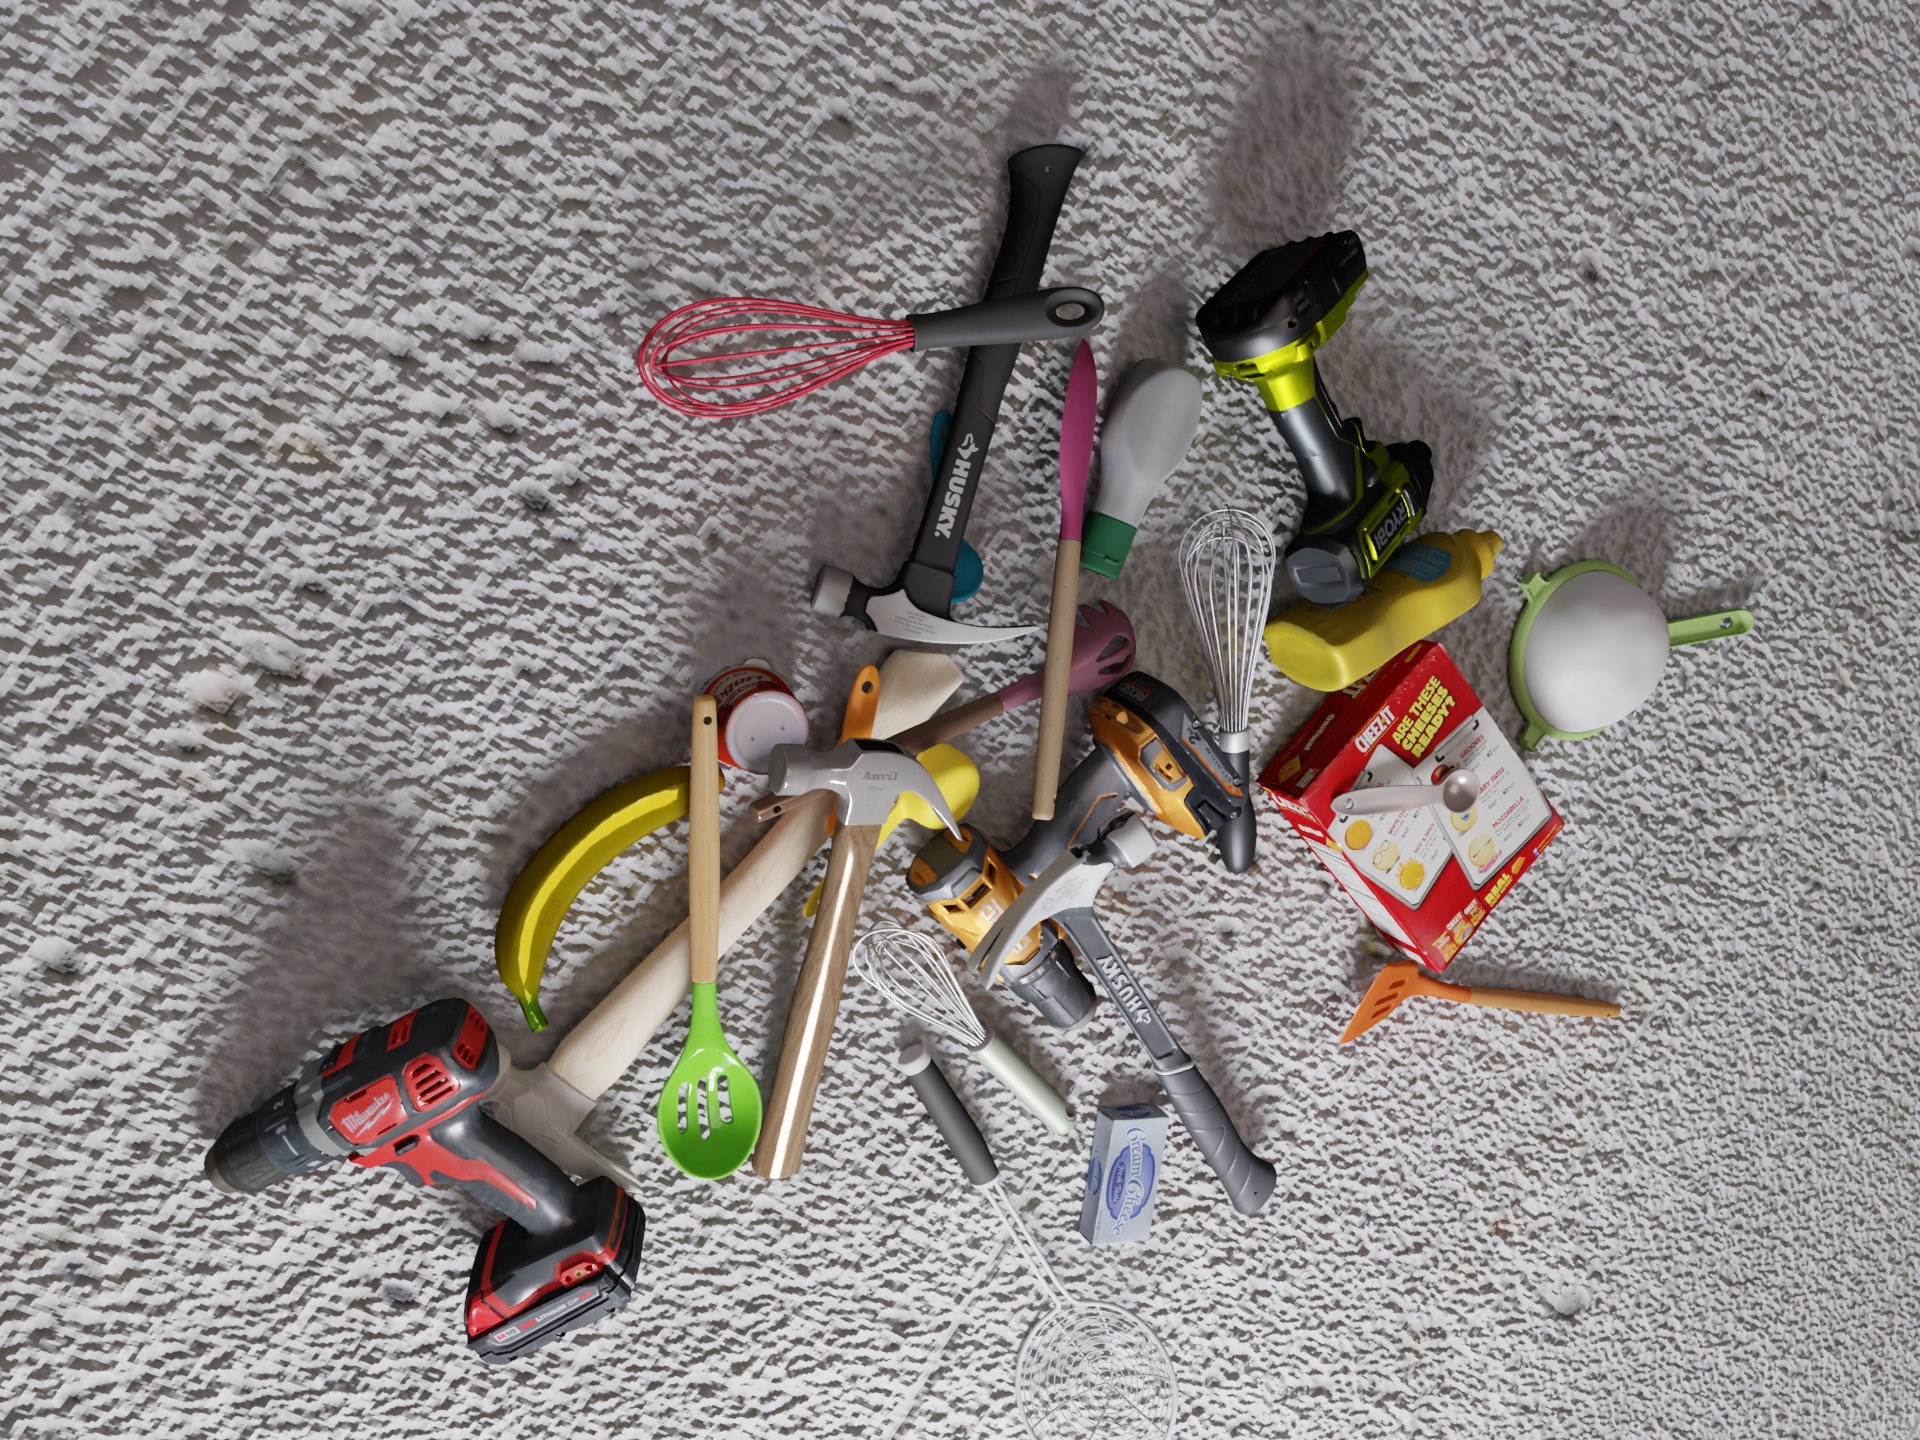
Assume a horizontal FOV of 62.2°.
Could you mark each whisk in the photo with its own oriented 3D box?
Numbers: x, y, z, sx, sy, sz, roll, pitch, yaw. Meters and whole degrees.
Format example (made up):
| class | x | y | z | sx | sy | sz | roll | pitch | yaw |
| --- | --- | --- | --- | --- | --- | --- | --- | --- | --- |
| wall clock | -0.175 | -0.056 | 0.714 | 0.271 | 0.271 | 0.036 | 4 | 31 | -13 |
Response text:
| class | x | y | z | sx | sy | sz | roll | pitch | yaw |
| --- | --- | --- | --- | --- | --- | --- | --- | --- | --- |
| whisk | 0.009 | 0.224 | 1.133 | 0.059 | 0.058 | 0.246 | -29 | 120 | 21 |
| whisk | 0.199 | -0.018 | 1.160 | 0.070 | 0.070 | 0.284 | -14 | 112 | -21 |
| whisk | -0.049 | -0.235 | 0.972 | 0.295 | 0.073 | 0.073 | -11 | 106 | -15 |

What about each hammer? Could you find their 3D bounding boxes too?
| class | x | y | z | sx | sy | sz | roll | pitch | yaw |
| --- | --- | --- | --- | --- | --- | --- | --- | --- | --- |
| hammer | -0.136 | 0.120 | 1.044 | 0.410 | 0.038 | 0.146 | -49 | 117 | -8 |
| hammer | 0.143 | 0.242 | 1.151 | 0.149 | 0.036 | 0.408 | -36 | 125 | -6 |
| hammer | 0.019 | -0.210 | 1.029 | 0.146 | 0.035 | 0.335 | 16 | 91 | -10 |
| hammer | -0.087 | 0.162 | 1.031 | 0.130 | 0.031 | 0.331 | 1 | 117 | -28 |

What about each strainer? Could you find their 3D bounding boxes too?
| class | x | y | z | sx | sy | sz | roll | pitch | yaw |
| --- | --- | --- | --- | --- | --- | --- | --- | --- | --- |
| strainer | 0.573 | -0.061 | 1.309 | 0.256 | 0.069 | 0.151 | -10 | 106 | -21 |

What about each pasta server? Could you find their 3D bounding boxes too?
| class | x | y | z | sx | sy | sz | roll | pitch | yaw |
| --- | --- | --- | --- | --- | --- | --- | --- | --- | --- |
| pasta server | -0.002 | -0.003 | 1.051 | 0.316 | 0.040 | 0.060 | -25 | 117 | -26 |

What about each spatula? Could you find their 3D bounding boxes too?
| class | x | y | z | sx | sy | sz | roll | pitch | yaw |
| --- | --- | --- | --- | --- | --- | --- | --- | --- | --- |
| spatula | 0.445 | 0.238 | 1.334 | 0.322 | 0.041 | 0.081 | 10 | 116 | -28 |

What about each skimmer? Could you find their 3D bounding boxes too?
| class | x | y | z | sx | sy | sz | roll | pitch | yaw |
| --- | --- | --- | --- | --- | --- | --- | --- | --- | --- |
| skimmer | 0.044 | 0.397 | 1.158 | 0.127 | 0.090 | 0.363 | -23 | 111 | 15 |

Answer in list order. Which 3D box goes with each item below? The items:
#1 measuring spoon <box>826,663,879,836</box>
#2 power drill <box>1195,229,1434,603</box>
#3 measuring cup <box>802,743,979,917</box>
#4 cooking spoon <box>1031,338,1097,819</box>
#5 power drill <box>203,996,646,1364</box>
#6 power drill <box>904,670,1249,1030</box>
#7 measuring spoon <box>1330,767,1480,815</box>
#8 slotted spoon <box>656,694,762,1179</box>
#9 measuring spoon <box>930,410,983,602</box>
| class | x | y | z | sx | sy | sz | roll | pitch | yaw |
| --- | --- | --- | --- | --- | --- | --- | --- | --- | --- |
| measuring spoon | -0.067 | 0.021 | 1.027 | 0.021 | 0.011 | 0.117 | 6 | 100 | -28 |
| power drill | 0.262 | -0.218 | 1.118 | 0.171 | 0.080 | 0.223 | -47 | 121 | -33 |
| measuring cup | -0.043 | 0.079 | 1.055 | 0.156 | 0.029 | 0.062 | -46 | 145 | -23 |
| cooking spoon | 0.070 | -0.093 | 1.050 | 0.017 | 0.068 | 0.319 | 5 | 86 | 16 |
| power drill | -0.319 | 0.285 | 0.960 | 0.188 | 0.080 | 0.226 | -28 | 115 | 10 |
| power drill | 0.095 | 0.100 | 1.124 | 0.226 | 0.084 | 0.185 | -42 | 117 | -6 |
| measuring spoon | 0.327 | 0.055 | 1.177 | 0.124 | 0.018 | 0.034 | -5 | 100 | -16 |
| slotted spoon | -0.160 | 0.138 | 1.002 | 0.070 | 0.031 | 0.313 | -4 | 103 | -26 |
| measuring spoon | -0.004 | -0.140 | 1.053 | 0.042 | 0.021 | 0.128 | -10 | 105 | -22 |
